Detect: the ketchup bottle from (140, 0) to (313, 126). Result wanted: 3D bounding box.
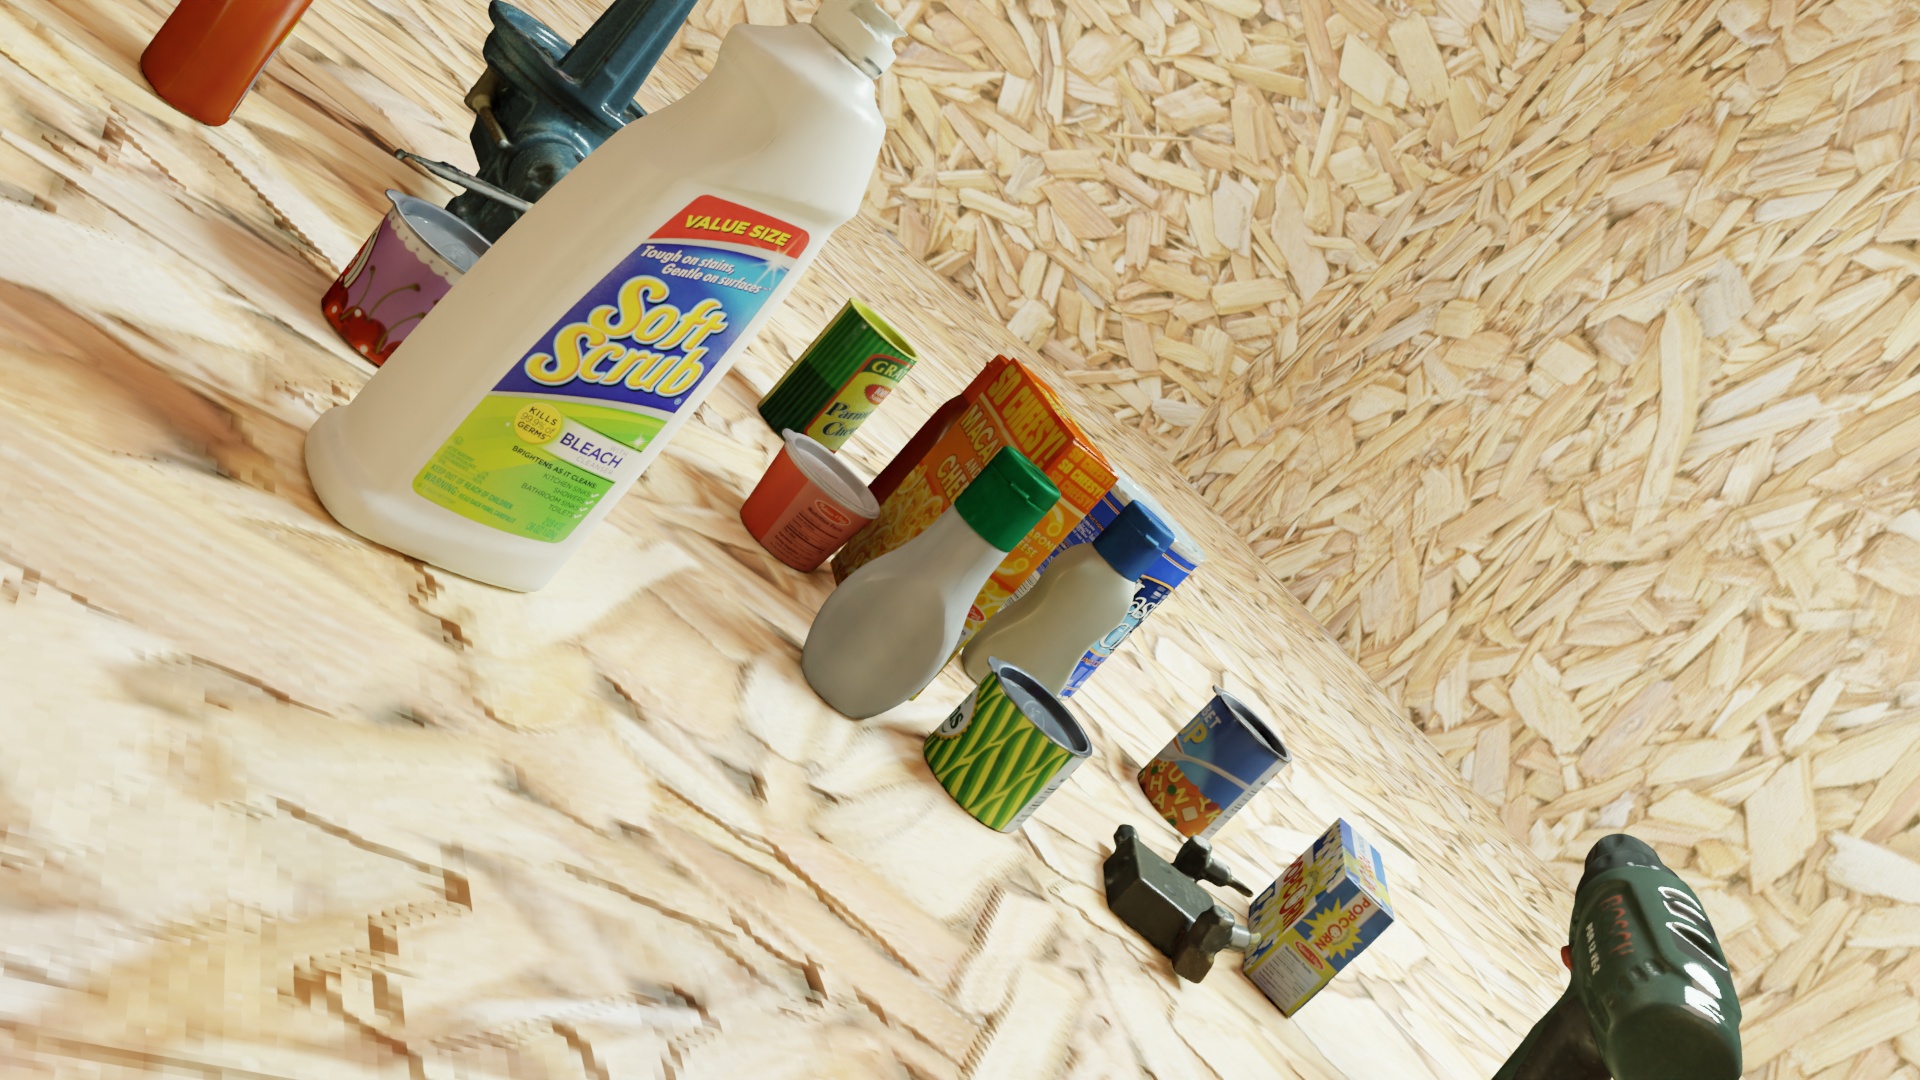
[{"bbox_3d":[-0.331,-0.272,0.663,0.043,0.148,0.065,31,17,-46],"label":"ketchup bottle"}]

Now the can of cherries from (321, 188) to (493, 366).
[{"bbox_3d":[-0.239,-0.111,0.615,0.071,0.058,0.072,40,12,-10],"label":"can of cherries"}]

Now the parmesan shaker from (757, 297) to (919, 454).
[{"bbox_3d":[-0.086,-0.113,0.996,0.071,0.103,0.071,41,12,-10],"label":"parmesan shaker"}]

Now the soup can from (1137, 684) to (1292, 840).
[{"bbox_3d":[0.169,0.151,0.942,0.071,0.083,0.071,41,12,-10],"label":"soup can"}]

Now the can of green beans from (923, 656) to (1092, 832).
[{"bbox_3d":[0.024,0.105,0.705,0.071,0.057,0.071,40,12,-10],"label":"can of green beans"}]

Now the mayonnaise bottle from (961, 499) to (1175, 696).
[{"bbox_3d":[0.070,0.040,0.858,0.064,0.148,0.041,39,12,-18],"label":"mayonnaise bottle"}]

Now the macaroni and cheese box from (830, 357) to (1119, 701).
[{"bbox_3d":[0.003,-0.010,0.773,0.040,0.166,0.124,37,13,-28],"label":"macaroni and cheese box"}]

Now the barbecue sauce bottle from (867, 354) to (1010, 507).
[{"bbox_3d":[-0.011,-0.062,0.950,0.043,0.148,0.065,38,13,-22],"label":"barbecue sauce bottle"}]

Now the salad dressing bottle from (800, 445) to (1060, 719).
[{"bbox_3d":[-0.014,0.020,0.665,0.064,0.147,0.044,42,12,-3],"label":"salad dressing bottle"}]

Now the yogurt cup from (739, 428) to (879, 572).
[{"bbox_3d":[-0.088,-0.019,0.788,0.072,0.054,0.072,40,12,-10],"label":"yogurt cup"}]

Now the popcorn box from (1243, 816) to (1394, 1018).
[{"bbox_3d":[0.214,0.223,0.836,0.038,0.085,0.127,44,12,7],"label":"popcorn box"}]
